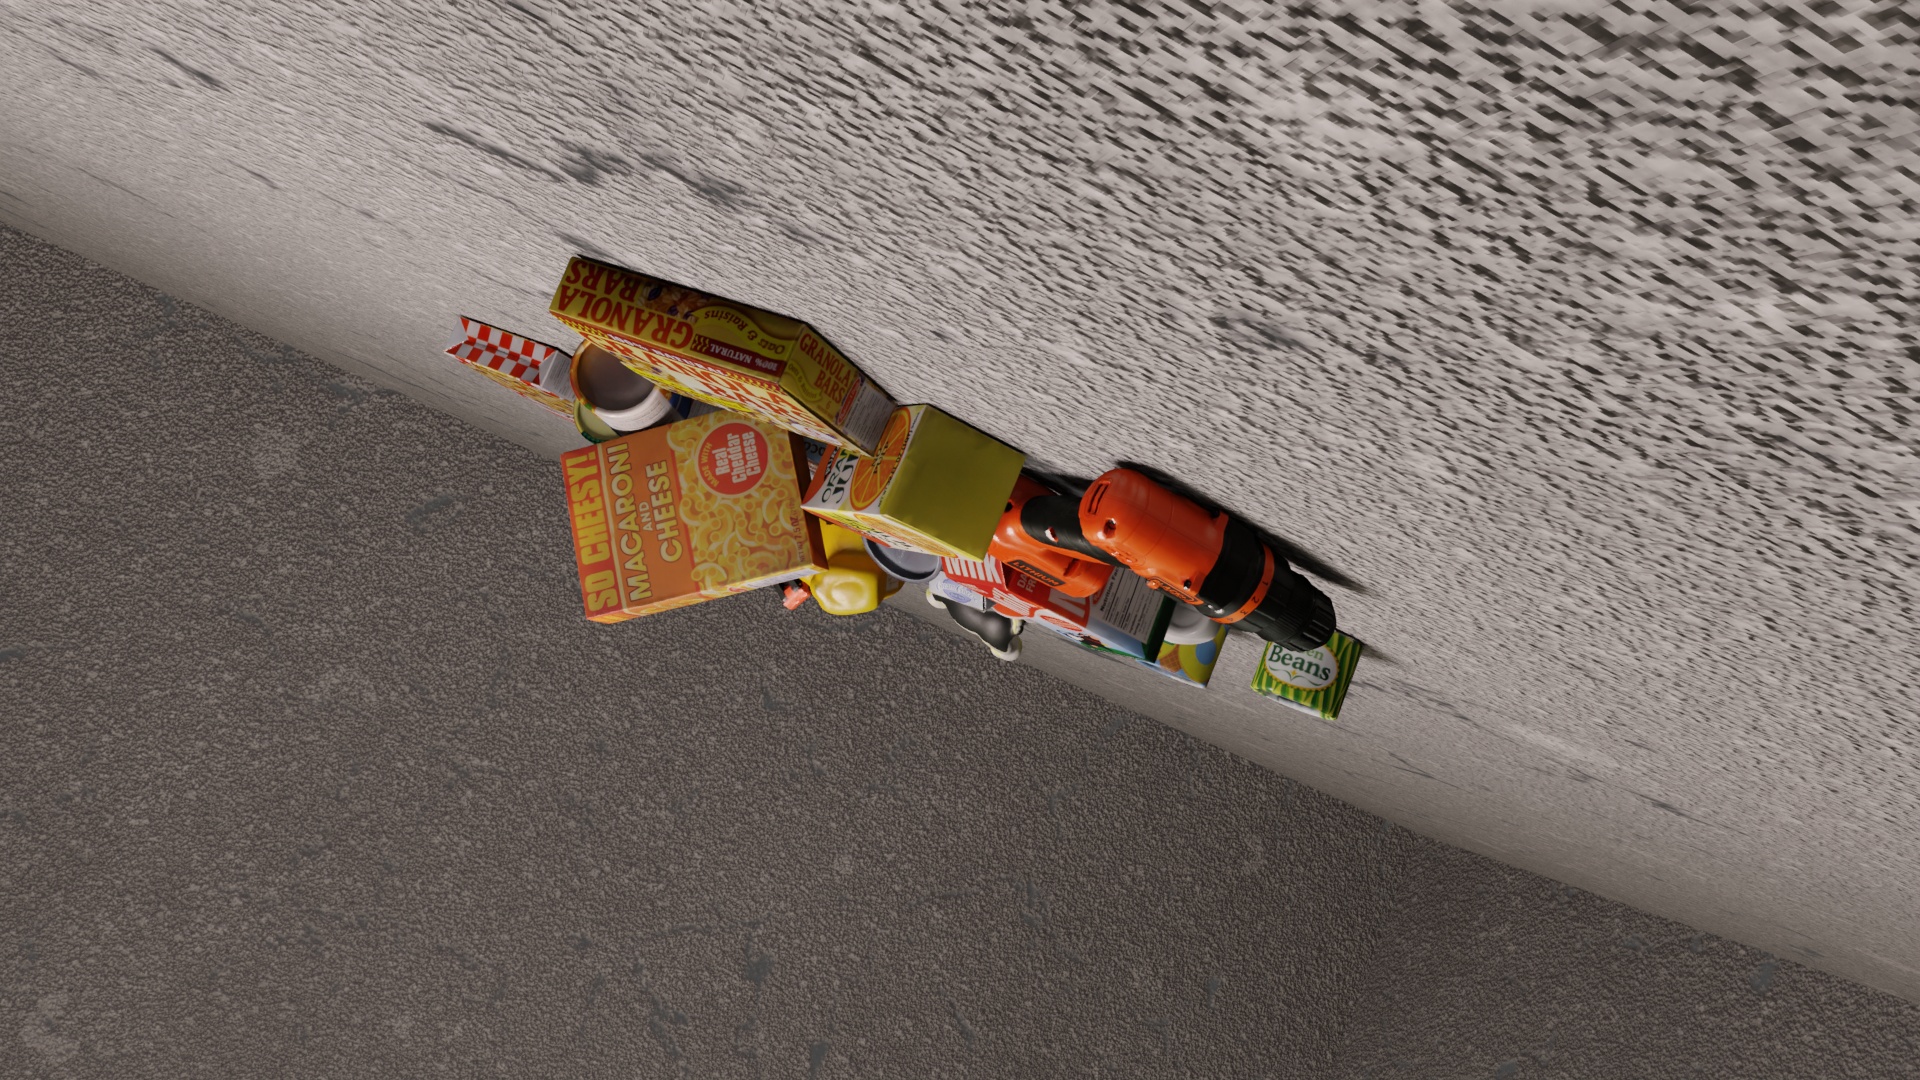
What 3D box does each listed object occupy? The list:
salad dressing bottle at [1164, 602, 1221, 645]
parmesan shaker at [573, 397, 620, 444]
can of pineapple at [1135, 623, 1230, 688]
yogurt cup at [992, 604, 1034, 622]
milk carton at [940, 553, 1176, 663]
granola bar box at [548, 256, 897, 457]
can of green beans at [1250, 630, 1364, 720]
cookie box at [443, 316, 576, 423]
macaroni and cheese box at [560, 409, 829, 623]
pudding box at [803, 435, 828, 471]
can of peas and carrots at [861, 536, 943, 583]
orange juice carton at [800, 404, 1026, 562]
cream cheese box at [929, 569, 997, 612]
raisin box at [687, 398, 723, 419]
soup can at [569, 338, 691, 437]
[{"bbox_3d":[0.170,0.058,1.084,0.064,0.044,0.147,20,174,8],"label":"salad dressing bottle"},{"bbox_3d":[-0.293,-0.100,1.241,0.071,0.071,0.103,21,173,14],"label":"parmesan shaker"},{"bbox_3d":[0.188,0.087,1.187,0.071,0.058,0.071,23,173,3],"label":"can of pineapple"},{"bbox_3d":[0.046,0.026,1.155,0.072,0.072,0.053,20,165,22],"label":"yogurt cup"},{"bbox_3d":[0.061,0.017,0.966,0.190,0.073,0.072,27,169,-35],"label":"milk carton"},{"bbox_3d":[-0.136,-0.104,0.805,0.166,0.039,0.124,19,173,25],"label":"granola bar box"},{"bbox_3d":[0.251,0.092,1.008,0.071,0.058,0.071,22,173,3],"label":"can of green beans"},{"bbox_3d":[-0.378,-0.145,1.299,0.123,0.040,0.167,20,173,25],"label":"cookie box"},{"bbox_3d":[-0.185,-0.020,0.967,0.166,0.124,0.040,-14,169,10],"label":"macaroni and cheese box"},{"bbox_3d":[-0.118,-0.075,1.029,0.084,0.030,0.049,25,174,-18],"label":"pudding box"},{"bbox_3d":[-0.031,-0.013,0.995,0.071,0.059,0.070,19,134,21],"label":"can of peas and carrots"},{"bbox_3d":[-0.042,-0.037,0.888,0.073,0.072,0.192,26,173,-23],"label":"orange juice carton"},{"bbox_3d":[0.027,0.020,1.081,0.053,0.024,0.104,18,-149,32],"label":"cream cheese box"},{"bbox_3d":[-0.220,-0.101,1.123,0.086,0.040,0.123,19,173,23],"label":"raisin box"},{"bbox_3d":[-0.231,-0.111,0.973,0.071,0.071,0.083,22,172,4],"label":"soup can"}]
